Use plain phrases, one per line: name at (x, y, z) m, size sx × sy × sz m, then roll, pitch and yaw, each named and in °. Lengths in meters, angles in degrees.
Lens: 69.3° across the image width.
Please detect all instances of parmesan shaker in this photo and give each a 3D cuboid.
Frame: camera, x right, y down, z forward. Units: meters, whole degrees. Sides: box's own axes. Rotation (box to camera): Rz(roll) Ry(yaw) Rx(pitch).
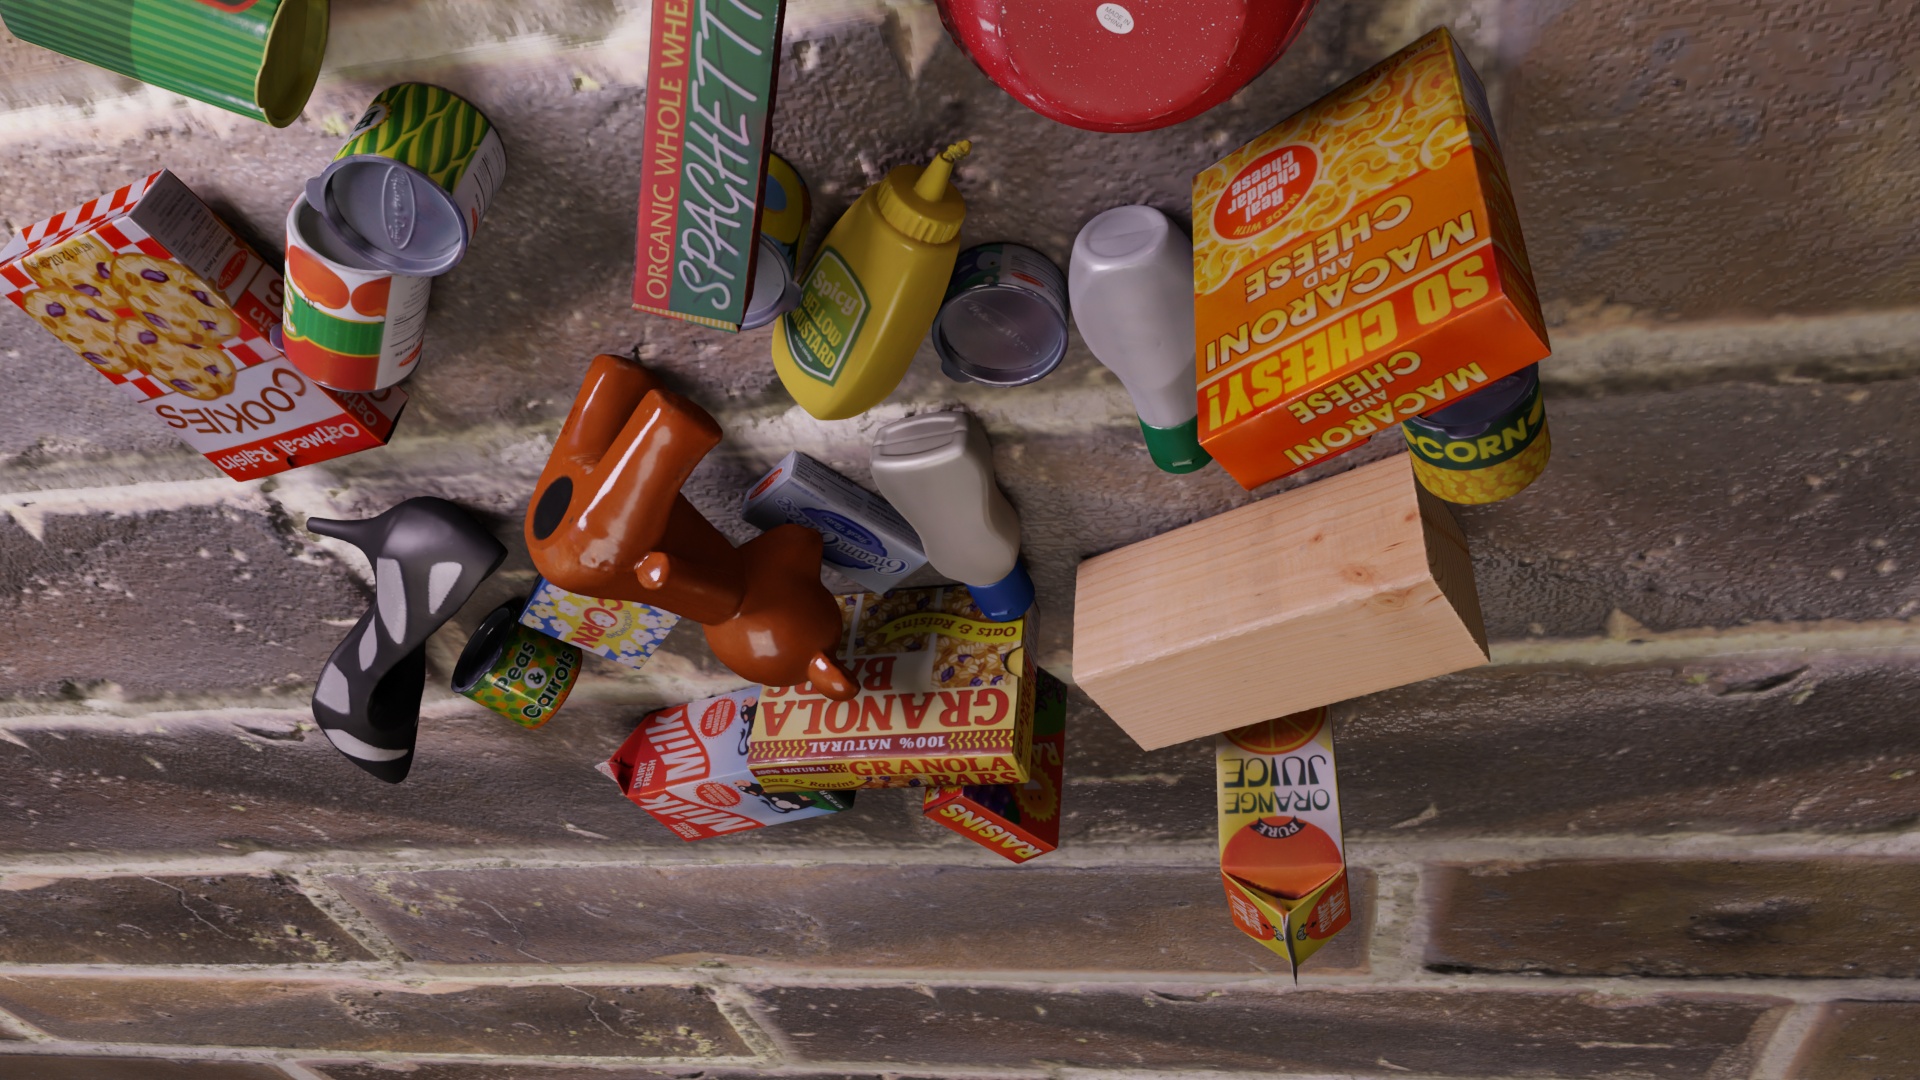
parmesan shaker at (-0.326, -0.218, 0.570) m, size 0.103 × 0.072 × 0.071 m, roll 17°, pitch 139°, yaw -11°

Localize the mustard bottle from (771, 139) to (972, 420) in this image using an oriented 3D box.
mustard bottle at (-0.037, -0.125, 0.644) m, size 0.049 × 0.065 × 0.159 m, roll -19°, pitch 155°, yaw -42°

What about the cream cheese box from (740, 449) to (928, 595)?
cream cheese box at (-0.071, -0.009, 0.816) m, size 0.104 × 0.024 × 0.053 m, roll 30°, pitch 137°, yaw -25°

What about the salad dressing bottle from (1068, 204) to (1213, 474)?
salad dressing bottle at (0.095, -0.093, 0.677) m, size 0.064 × 0.044 × 0.147 m, roll -9°, pitch 139°, yaw 16°

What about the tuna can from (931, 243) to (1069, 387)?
tuna can at (0.019, -0.108, 0.678) m, size 0.071 × 0.033 × 0.070 m, roll 4°, pitch 140°, yaw 4°

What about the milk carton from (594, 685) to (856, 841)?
milk carton at (-0.168, 0.161, 0.995) m, size 0.190 × 0.074 × 0.072 m, roll -16°, pitch 135°, yaw 26°

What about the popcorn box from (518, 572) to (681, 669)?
popcorn box at (-0.213, 0.025, 0.868) m, size 0.085 × 0.038 × 0.126 m, roll 26°, pitch 137°, yaw -19°

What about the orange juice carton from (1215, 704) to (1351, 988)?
orange juice carton at (0.198, 0.170, 0.856) m, size 0.073 × 0.194 × 0.071 m, roll -5°, pitch 137°, yaw 14°

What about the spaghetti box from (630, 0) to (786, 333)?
spaghetti box at (-0.093, -0.200, 0.536) m, size 0.050 × 0.029 × 0.248 m, roll 11°, pitch 123°, yaw -3°

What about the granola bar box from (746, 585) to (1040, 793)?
granola bar box at (-0.039, 0.089, 0.850) m, size 0.165 × 0.125 × 0.039 m, roll -5°, pitch 140°, yaw 14°

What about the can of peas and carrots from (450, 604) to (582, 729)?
can of peas and carrots at (-0.295, 0.085, 0.928) m, size 0.070 × 0.071 × 0.058 m, roll -28°, pitch 129°, yaw 35°

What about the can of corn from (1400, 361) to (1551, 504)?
can of corn at (0.248, -0.058, 0.673) m, size 0.071 × 0.071 × 0.058 m, roll -12°, pitch 137°, yaw 22°

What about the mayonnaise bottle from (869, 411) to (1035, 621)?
mayonnaise bottle at (0.003, -0.010, 0.792) m, size 0.065 × 0.041 × 0.147 m, roll -9°, pitch 139°, yaw 20°

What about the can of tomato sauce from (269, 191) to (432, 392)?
can of tomato sauce at (-0.297, -0.125, 0.681) m, size 0.071 × 0.071 × 0.082 m, roll 19°, pitch 138°, yaw -14°

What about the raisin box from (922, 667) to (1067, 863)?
raisin box at (0.024, 0.133, 0.893) m, size 0.086 × 0.124 × 0.040 m, roll 35°, pitch 133°, yaw -29°

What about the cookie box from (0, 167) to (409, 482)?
cookie box at (-0.398, -0.105, 0.733) m, size 0.123 × 0.040 × 0.167 m, roll -10°, pitch 138°, yaw 27°

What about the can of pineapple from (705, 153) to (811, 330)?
can of pineapple at (-0.104, -0.139, 0.640) m, size 0.071 × 0.058 × 0.070 m, roll 4°, pitch 140°, yaw 4°

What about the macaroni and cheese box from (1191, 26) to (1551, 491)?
macaroni and cheese box at (0.154, -0.112, 0.547) m, size 0.123 × 0.167 × 0.040 m, roll -26°, pitch 130°, yaw 34°

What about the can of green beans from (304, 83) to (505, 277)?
can of green beans at (-0.248, -0.164, 0.633) m, size 0.071 × 0.058 × 0.071 m, roll 4°, pitch 140°, yaw 4°
